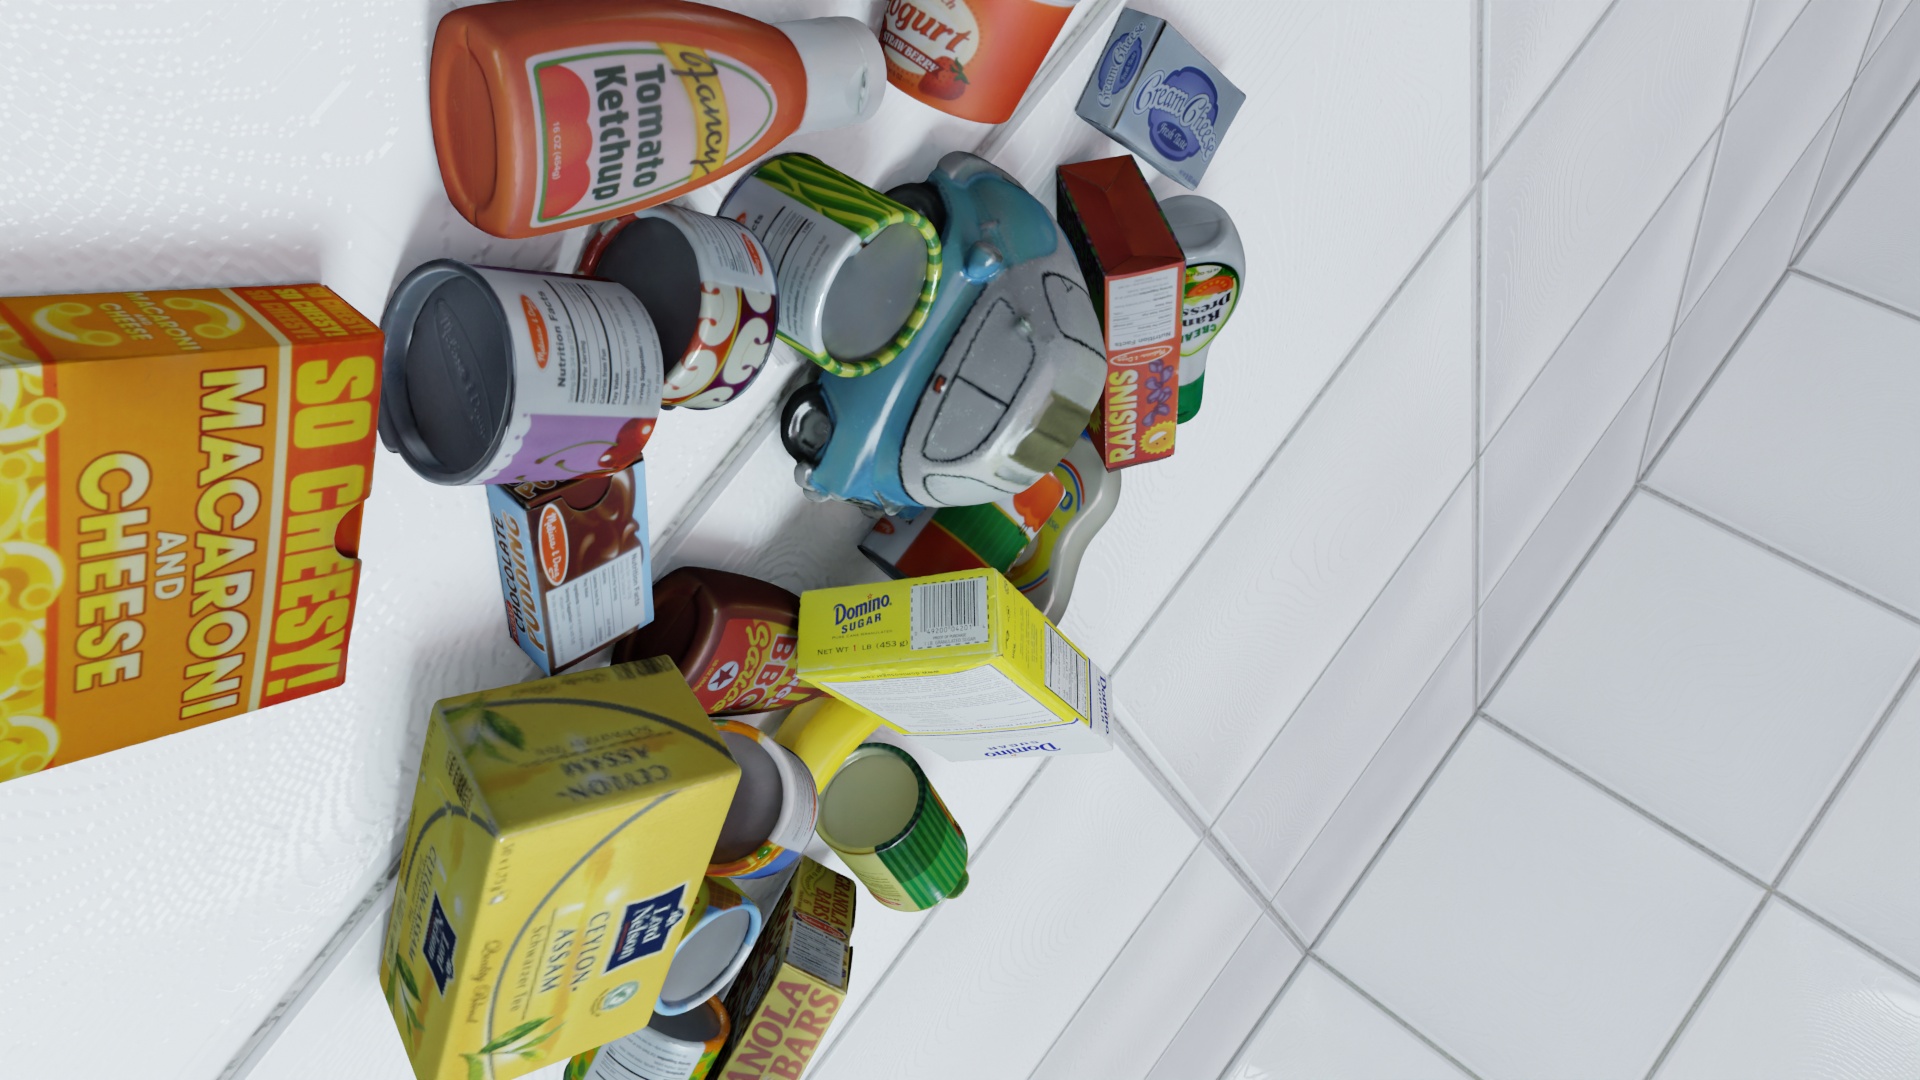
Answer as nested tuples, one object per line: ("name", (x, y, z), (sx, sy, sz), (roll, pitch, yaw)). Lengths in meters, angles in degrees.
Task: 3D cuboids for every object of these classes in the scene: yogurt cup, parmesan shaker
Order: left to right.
("parmesan shaker", (-0.036, 0.164, 0.785), (0.071, 0.071, 0.102), (-47, 150, -16))
("yogurt cup", (0.003, -0.187, 0.501), (0.072, 0.072, 0.053), (-17, 141, -49))

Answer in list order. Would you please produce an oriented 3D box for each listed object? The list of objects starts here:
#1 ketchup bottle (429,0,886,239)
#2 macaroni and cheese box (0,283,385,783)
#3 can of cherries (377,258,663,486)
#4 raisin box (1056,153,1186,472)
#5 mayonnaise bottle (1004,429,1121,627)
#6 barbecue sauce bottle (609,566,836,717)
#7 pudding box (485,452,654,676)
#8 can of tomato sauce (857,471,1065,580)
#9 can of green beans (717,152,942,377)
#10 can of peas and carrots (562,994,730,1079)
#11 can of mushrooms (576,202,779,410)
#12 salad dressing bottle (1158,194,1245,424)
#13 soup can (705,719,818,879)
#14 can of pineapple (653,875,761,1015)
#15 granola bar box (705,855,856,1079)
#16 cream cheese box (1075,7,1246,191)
("ketchup bottle", (-0.087, -0.139, 0.433), (0.149, 0.043, 0.064), (-27, 140, -42))
("macaroni and cheese box", (-0.237, 0.002, 0.351), (0.167, 0.040, 0.123), (-16, 133, -49))
("can of cherries", (-0.137, -0.050, 0.428), (0.058, 0.071, 0.071), (-8, 125, -55))
("raisin box", (0.074, -0.106, 0.661), (0.040, 0.086, 0.122), (-13, 140, -5))
("mayonnaise bottle", (0.052, -0.020, 0.746), (0.148, 0.065, 0.041), (-61, 154, 1))
("barbecue sauce bottle", (-0.086, 0.050, 0.623), (0.064, 0.044, 0.148), (-53, 152, 11))
("pudding box", (-0.141, 0.003, 0.509), (0.050, 0.030, 0.083), (-30, 142, -36))
("can of tomato sauce", (0.002, -0.008, 0.673), (0.083, 0.071, 0.071), (-53, 151, -7))
("can of green beans", (-0.049, -0.101, 0.512), (0.071, 0.058, 0.071), (-37, 146, -31))
("can of peas and carrots", (-0.158, 0.257, 0.704), (0.071, 0.071, 0.058), (13, 107, -59))
("can of mushrooms", (-0.096, -0.075, 0.460), (0.033, 0.071, 0.071), (1, 118, -56))
("salad dressing bottle", (0.118, -0.120, 0.754), (0.064, 0.044, 0.147), (-11, 148, -2))
("soup can", (-0.104, 0.118, 0.621), (0.071, 0.071, 0.083), (-50, 169, -11))
("can of pineapple", (-0.138, 0.181, 0.663), (0.071, 0.058, 0.070), (-37, 145, -31))
("granola bar box", (-0.111, 0.272, 0.751), (0.165, 0.039, 0.124), (-61, -173, 10))
("cream cheese box", (0.097, -0.207, 0.661), (0.104, 0.024, 0.053), (7, 113, -58))
